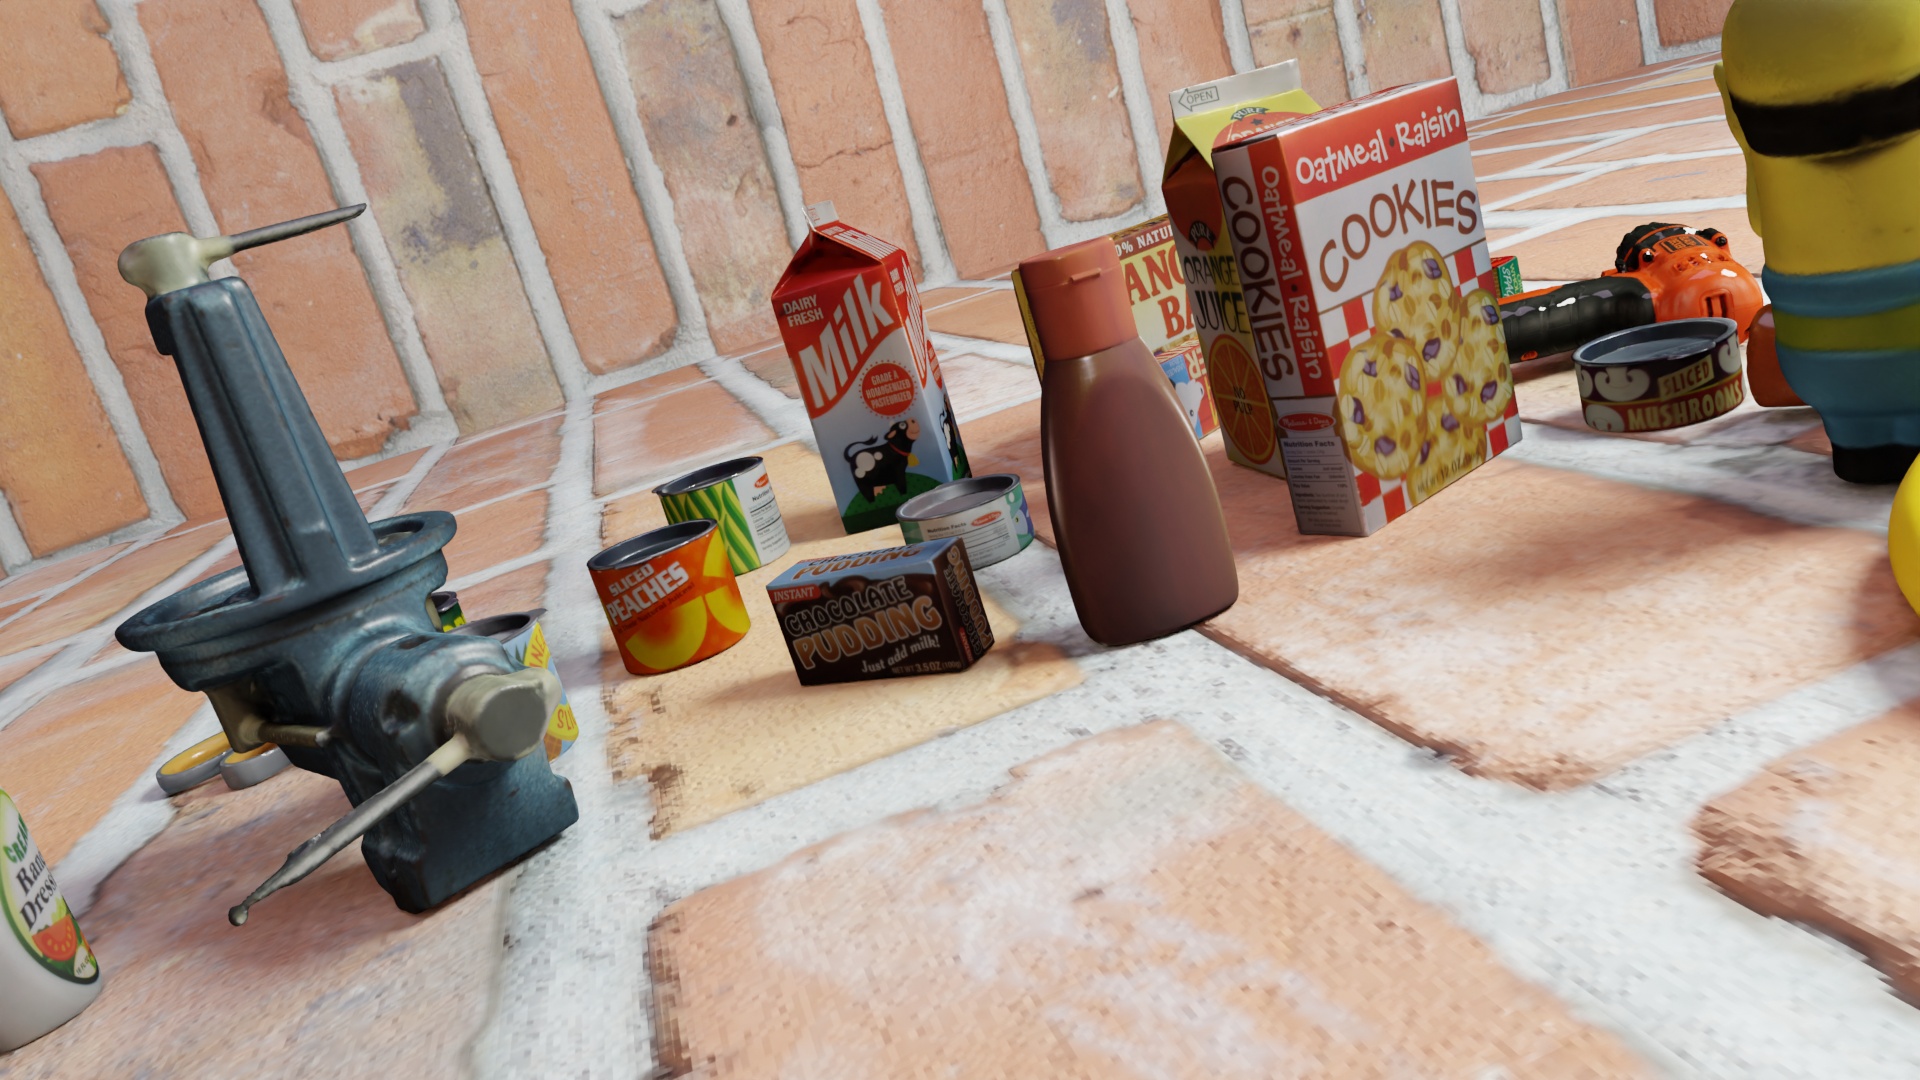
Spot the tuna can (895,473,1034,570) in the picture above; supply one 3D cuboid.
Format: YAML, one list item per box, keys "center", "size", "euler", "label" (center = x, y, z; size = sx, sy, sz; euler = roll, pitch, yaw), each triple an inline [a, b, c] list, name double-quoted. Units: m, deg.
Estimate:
- center: [0.003, -0.009, 0.711]
  size: [0.071, 0.032, 0.071]
  euler: [-15, 14, 4]
  label: "tuna can"

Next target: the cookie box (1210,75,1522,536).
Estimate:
- center: [0.177, -0.102, 0.595]
  size: [0.123, 0.167, 0.040]
  euler: [-26, 17, -33]
  label: "cookie box"

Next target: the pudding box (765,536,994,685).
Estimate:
- center: [-0.033, 0.029, 0.573]
  size: [0.083, 0.049, 0.030]
  euler: [-8, 16, 29]
  label: "pudding box"

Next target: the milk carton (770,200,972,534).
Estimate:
- center: [-0.056, -0.108, 0.830]
  size: [0.073, 0.190, 0.072]
  euler: [-14, 14, 12]
  label: "milk carton"

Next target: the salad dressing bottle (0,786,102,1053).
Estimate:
- center: [-0.339, 0.097, 0.462]
  size: [0.044, 0.147, 0.064]
  euler: [-21, 15, -18]
  label: "salad dressing bottle"

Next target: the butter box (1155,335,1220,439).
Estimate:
- center: [0.137, -0.089, 0.821]
  size: [0.024, 0.053, 0.104]
  euler: [-3, 20, 43]
  label: "butter box"

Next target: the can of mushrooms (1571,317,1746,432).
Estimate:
- center: [0.308, -0.073, 0.610]
  size: [0.071, 0.033, 0.071]
  euler: [-15, 14, 4]
  label: "can of mushrooms"

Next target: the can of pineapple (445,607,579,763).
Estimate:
- center: [-0.203, 0.069, 0.597]
  size: [0.071, 0.057, 0.071]
  euler: [-15, 14, 4]
  label: "can of pineapple"

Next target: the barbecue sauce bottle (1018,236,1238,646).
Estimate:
- center: [0.059, -0.038, 0.525]
  size: [0.065, 0.148, 0.044]
  euler: [-19, 14, -8]
  label: "barbecue sauce bottle"

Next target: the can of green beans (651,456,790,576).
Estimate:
- center: [-0.141, -0.013, 0.834]
  size: [0.071, 0.057, 0.071]
  euler: [-15, 14, 4]
  label: "can of green beans"

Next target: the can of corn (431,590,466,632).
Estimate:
- center: [-0.271, 0.064, 0.689]
  size: [0.071, 0.058, 0.071]
  euler: [-15, 14, 4]
  label: "can of corn"

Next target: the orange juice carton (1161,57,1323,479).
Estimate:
- center: [0.157, -0.134, 0.688]
  size: [0.072, 0.192, 0.073]
  euler: [-19, 14, -10]
  label: "orange juice carton"

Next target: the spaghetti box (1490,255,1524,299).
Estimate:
- center: [0.256, -0.148, 0.916]
  size: [0.029, 0.050, 0.250]
  euler: [-25, 17, -30]
  label: "spaghetti box"

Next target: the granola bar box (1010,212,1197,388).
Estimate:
- center: [0.114, -0.129, 0.853]
  size: [0.166, 0.124, 0.039]
  euler: [-28, 18, -37]
  label: "granola bar box"

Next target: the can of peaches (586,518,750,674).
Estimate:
- center: [-0.143, 0.028, 0.684]
  size: [0.071, 0.058, 0.071]
  euler: [-15, 14, 4]
  label: "can of peaches"
